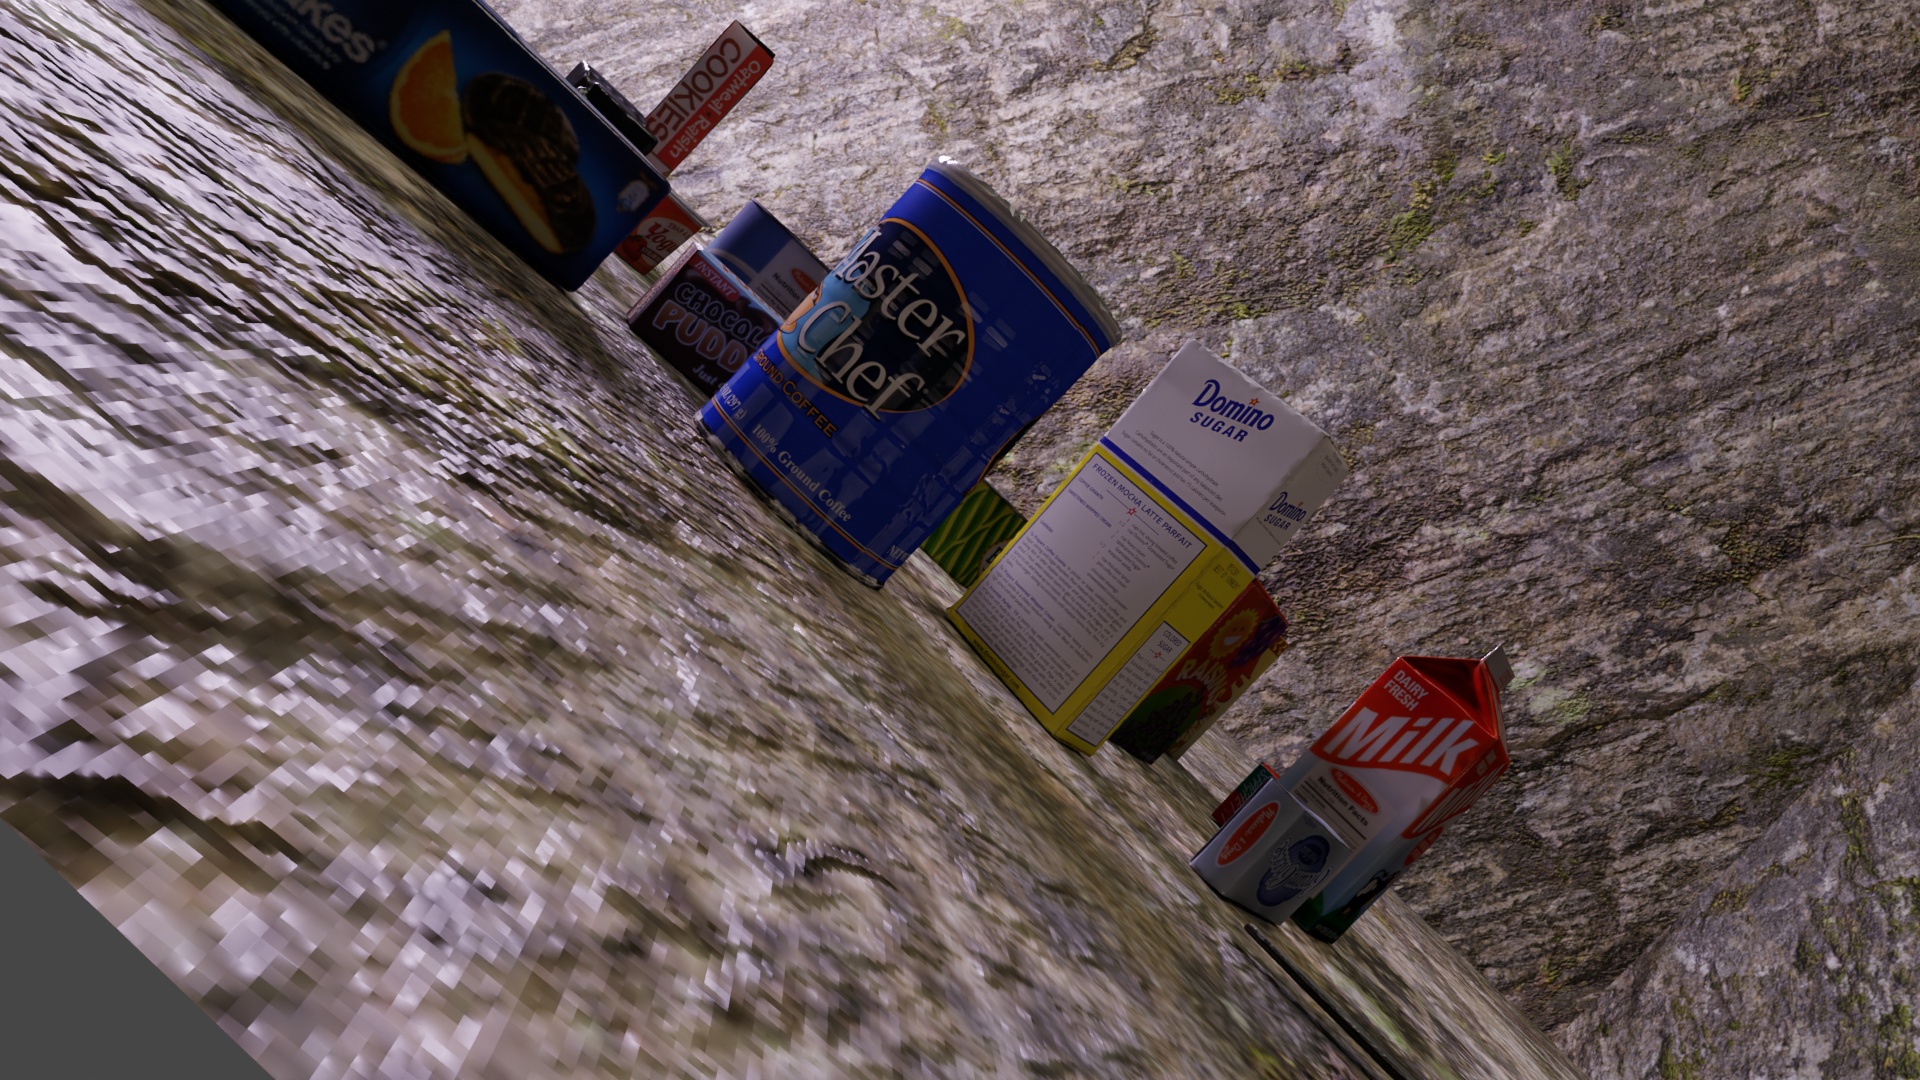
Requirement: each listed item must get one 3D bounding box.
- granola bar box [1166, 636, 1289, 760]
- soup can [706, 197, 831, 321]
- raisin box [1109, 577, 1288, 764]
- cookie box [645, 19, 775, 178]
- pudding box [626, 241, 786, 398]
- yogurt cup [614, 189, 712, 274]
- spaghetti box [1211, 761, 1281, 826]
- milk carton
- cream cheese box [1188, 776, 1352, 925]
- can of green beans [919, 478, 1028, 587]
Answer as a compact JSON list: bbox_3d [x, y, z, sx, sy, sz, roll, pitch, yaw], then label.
[{"bbox_3d":[0.144,0.064,1.044,0.165,0.124,0.039,43,3,-11],"label":"granola bar box"},{"bbox_3d":[-0.121,-0.140,0.780,0.071,0.084,0.071,44,3,-3],"label":"soup can"},{"bbox_3d":[0.131,0.070,0.821,0.040,0.123,0.086,45,3,33],"label":"raisin box"},{"bbox_3d":[-0.206,-0.296,0.999,0.040,0.167,0.123,43,3,-20],"label":"cookie box"},{"bbox_3d":[-0.107,-0.092,0.644,0.083,0.049,0.030,42,3,-25],"label":"pudding box"},{"bbox_3d":[-0.206,-0.209,0.895,0.072,0.054,0.072,44,3,-3],"label":"yogurt cup"},{"bbox_3d":[0.236,0.209,0.978,0.029,0.050,0.249,46,4,34],"label":"spaghetti box"},{"bbox_3d":[0.248,0.137,0.801,0.073,0.190,0.072,45,3,33],"label":"milk carton"},{"bbox_3d":[0.145,0.145,0.641,0.024,0.053,0.103,46,4,34],"label":"cream cheese box"},{"bbox_3d":[0.001,-0.013,0.877,0.071,0.058,0.071,44,3,-3],"label":"can of green beans"}]
